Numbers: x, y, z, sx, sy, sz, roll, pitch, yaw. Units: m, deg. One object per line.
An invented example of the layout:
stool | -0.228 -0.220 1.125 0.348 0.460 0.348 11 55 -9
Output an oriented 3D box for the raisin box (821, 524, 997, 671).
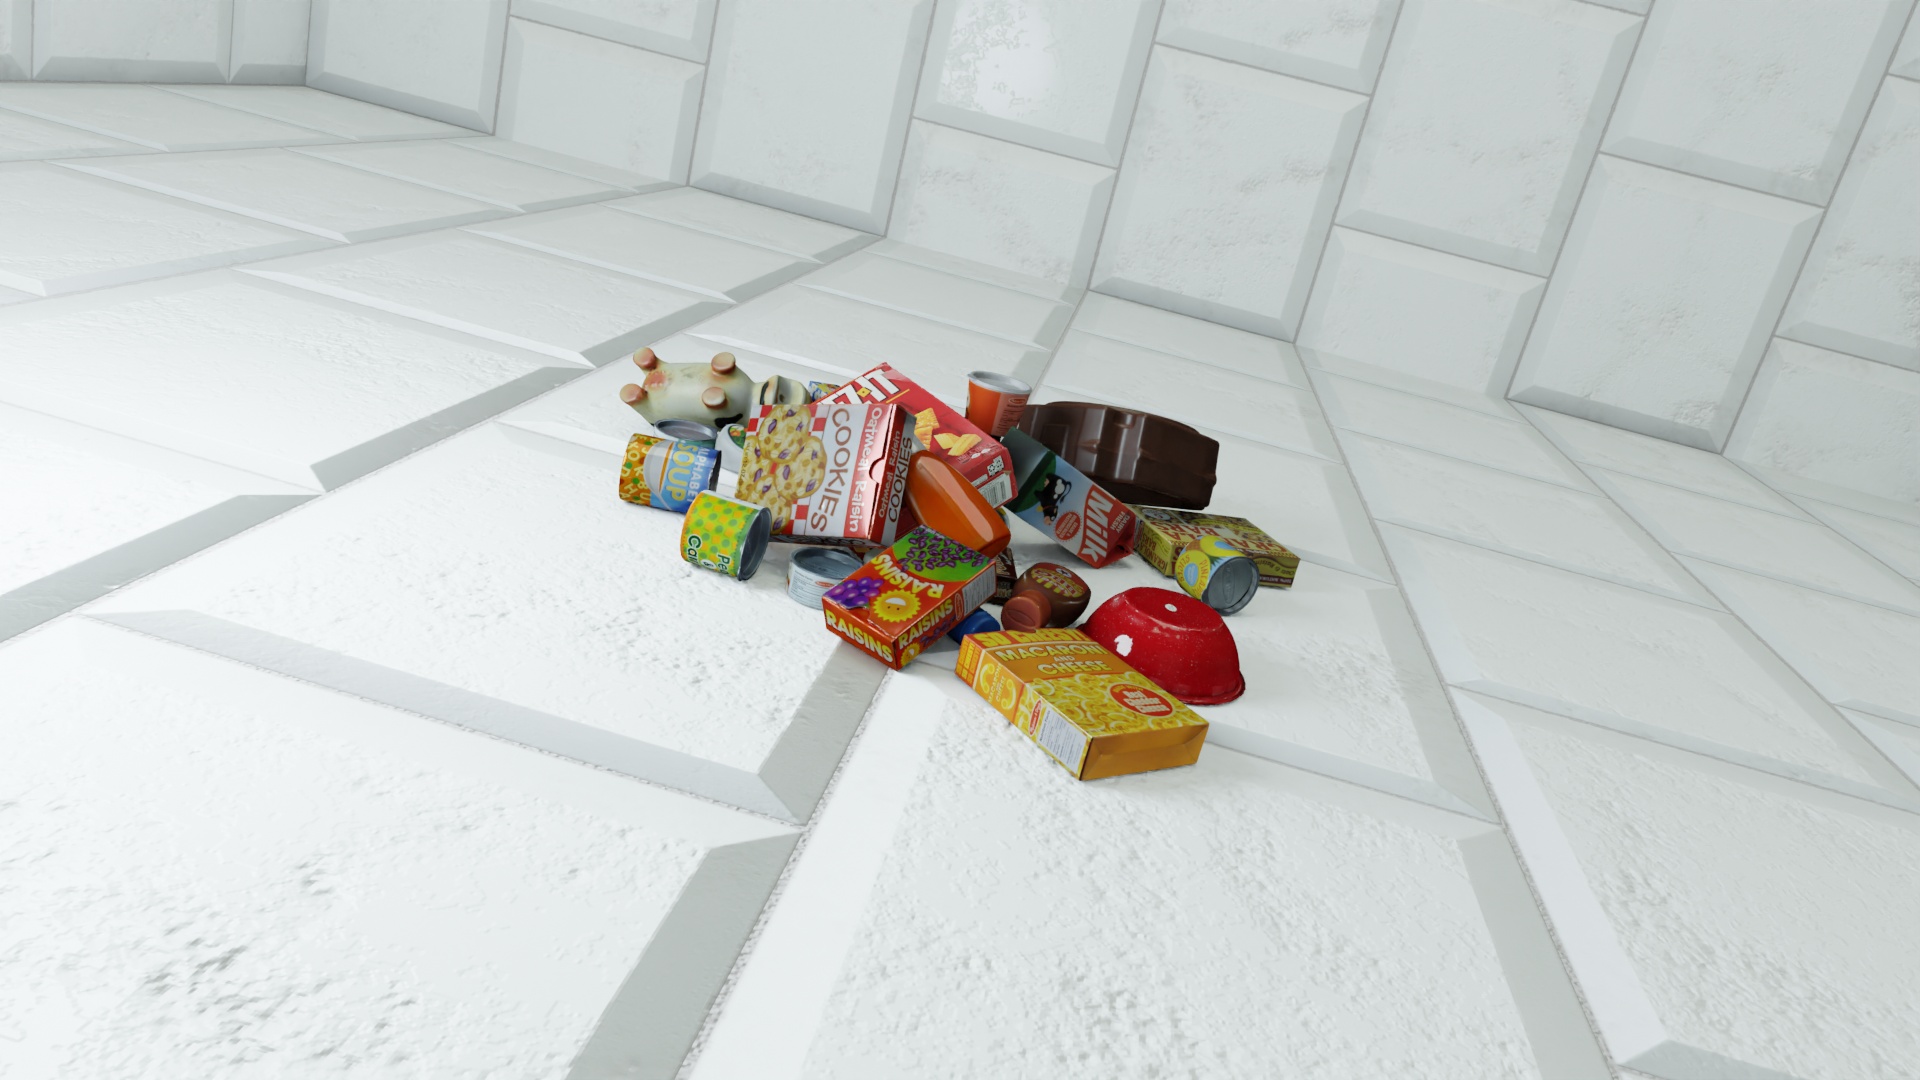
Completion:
raisin box | -0.041 0.045 1.146 0.086 0.039 0.124 28 49 33

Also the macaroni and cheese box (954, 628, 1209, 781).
macaroni and cheese box | 0.093 0.122 1.089 0.124 0.040 0.167 0 24 -37

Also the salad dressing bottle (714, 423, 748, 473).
salad dressing bottle | -0.183 -0.081 1.459 0.148 0.043 0.064 17 28 9

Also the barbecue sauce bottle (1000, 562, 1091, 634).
barbecue sauce bottle | 0.071 0.055 1.230 0.065 0.043 0.149 29 15 11

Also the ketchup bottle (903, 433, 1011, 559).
ketchup bottle | -0.021 -0.042 1.236 0.065 0.043 0.149 -31 72 -22

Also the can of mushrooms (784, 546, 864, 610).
can of mushrooms | -0.117 0.033 1.205 0.071 0.033 0.071 12 19 -4

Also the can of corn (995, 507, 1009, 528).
can of corn | 0.005 -0.017 1.380 0.071 0.071 0.058 1 23 -34

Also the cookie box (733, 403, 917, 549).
cookie box | -0.125 -0.059 1.239 0.167 0.123 0.040 3 -12 34

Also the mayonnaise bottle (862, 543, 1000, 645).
mayonnaise bottle | -0.024 0.050 1.211 0.065 0.041 0.148 -6 29 -38

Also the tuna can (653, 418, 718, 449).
tuna can | -0.289 -0.102 1.461 0.071 0.032 0.071 13 19 -4

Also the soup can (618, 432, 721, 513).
soup can | -0.273 -0.062 1.307 0.084 0.071 0.071 12 19 -5

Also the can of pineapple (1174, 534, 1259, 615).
can of pineapple | 0.258 0.035 1.410 0.071 0.070 0.058 3 21 -30

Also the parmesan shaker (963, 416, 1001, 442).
parmesan shaker | 0.004 -0.074 1.479 0.071 0.102 0.071 13 19 -4

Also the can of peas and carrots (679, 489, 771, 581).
can of peas and carrots | -0.203 -0.003 1.200 0.059 0.070 0.071 17 19 9

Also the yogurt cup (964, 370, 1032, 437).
yogurt cup | 0.036 -0.142 1.449 0.072 0.053 0.072 13 19 -4

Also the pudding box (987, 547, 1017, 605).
pudding box | 0.025 0.030 1.316 0.050 0.030 0.084 11 19 -6

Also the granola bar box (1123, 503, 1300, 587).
granola bar box | 0.272 0.006 1.540 0.166 0.039 0.124 6 20 -23

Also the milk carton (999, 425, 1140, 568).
milk carton | 0.111 -0.035 1.434 0.190 0.073 0.072 32 4 -40

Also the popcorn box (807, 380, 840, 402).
popcorn box | -0.137 -0.115 1.524 0.038 0.085 0.127 4 21 -30
